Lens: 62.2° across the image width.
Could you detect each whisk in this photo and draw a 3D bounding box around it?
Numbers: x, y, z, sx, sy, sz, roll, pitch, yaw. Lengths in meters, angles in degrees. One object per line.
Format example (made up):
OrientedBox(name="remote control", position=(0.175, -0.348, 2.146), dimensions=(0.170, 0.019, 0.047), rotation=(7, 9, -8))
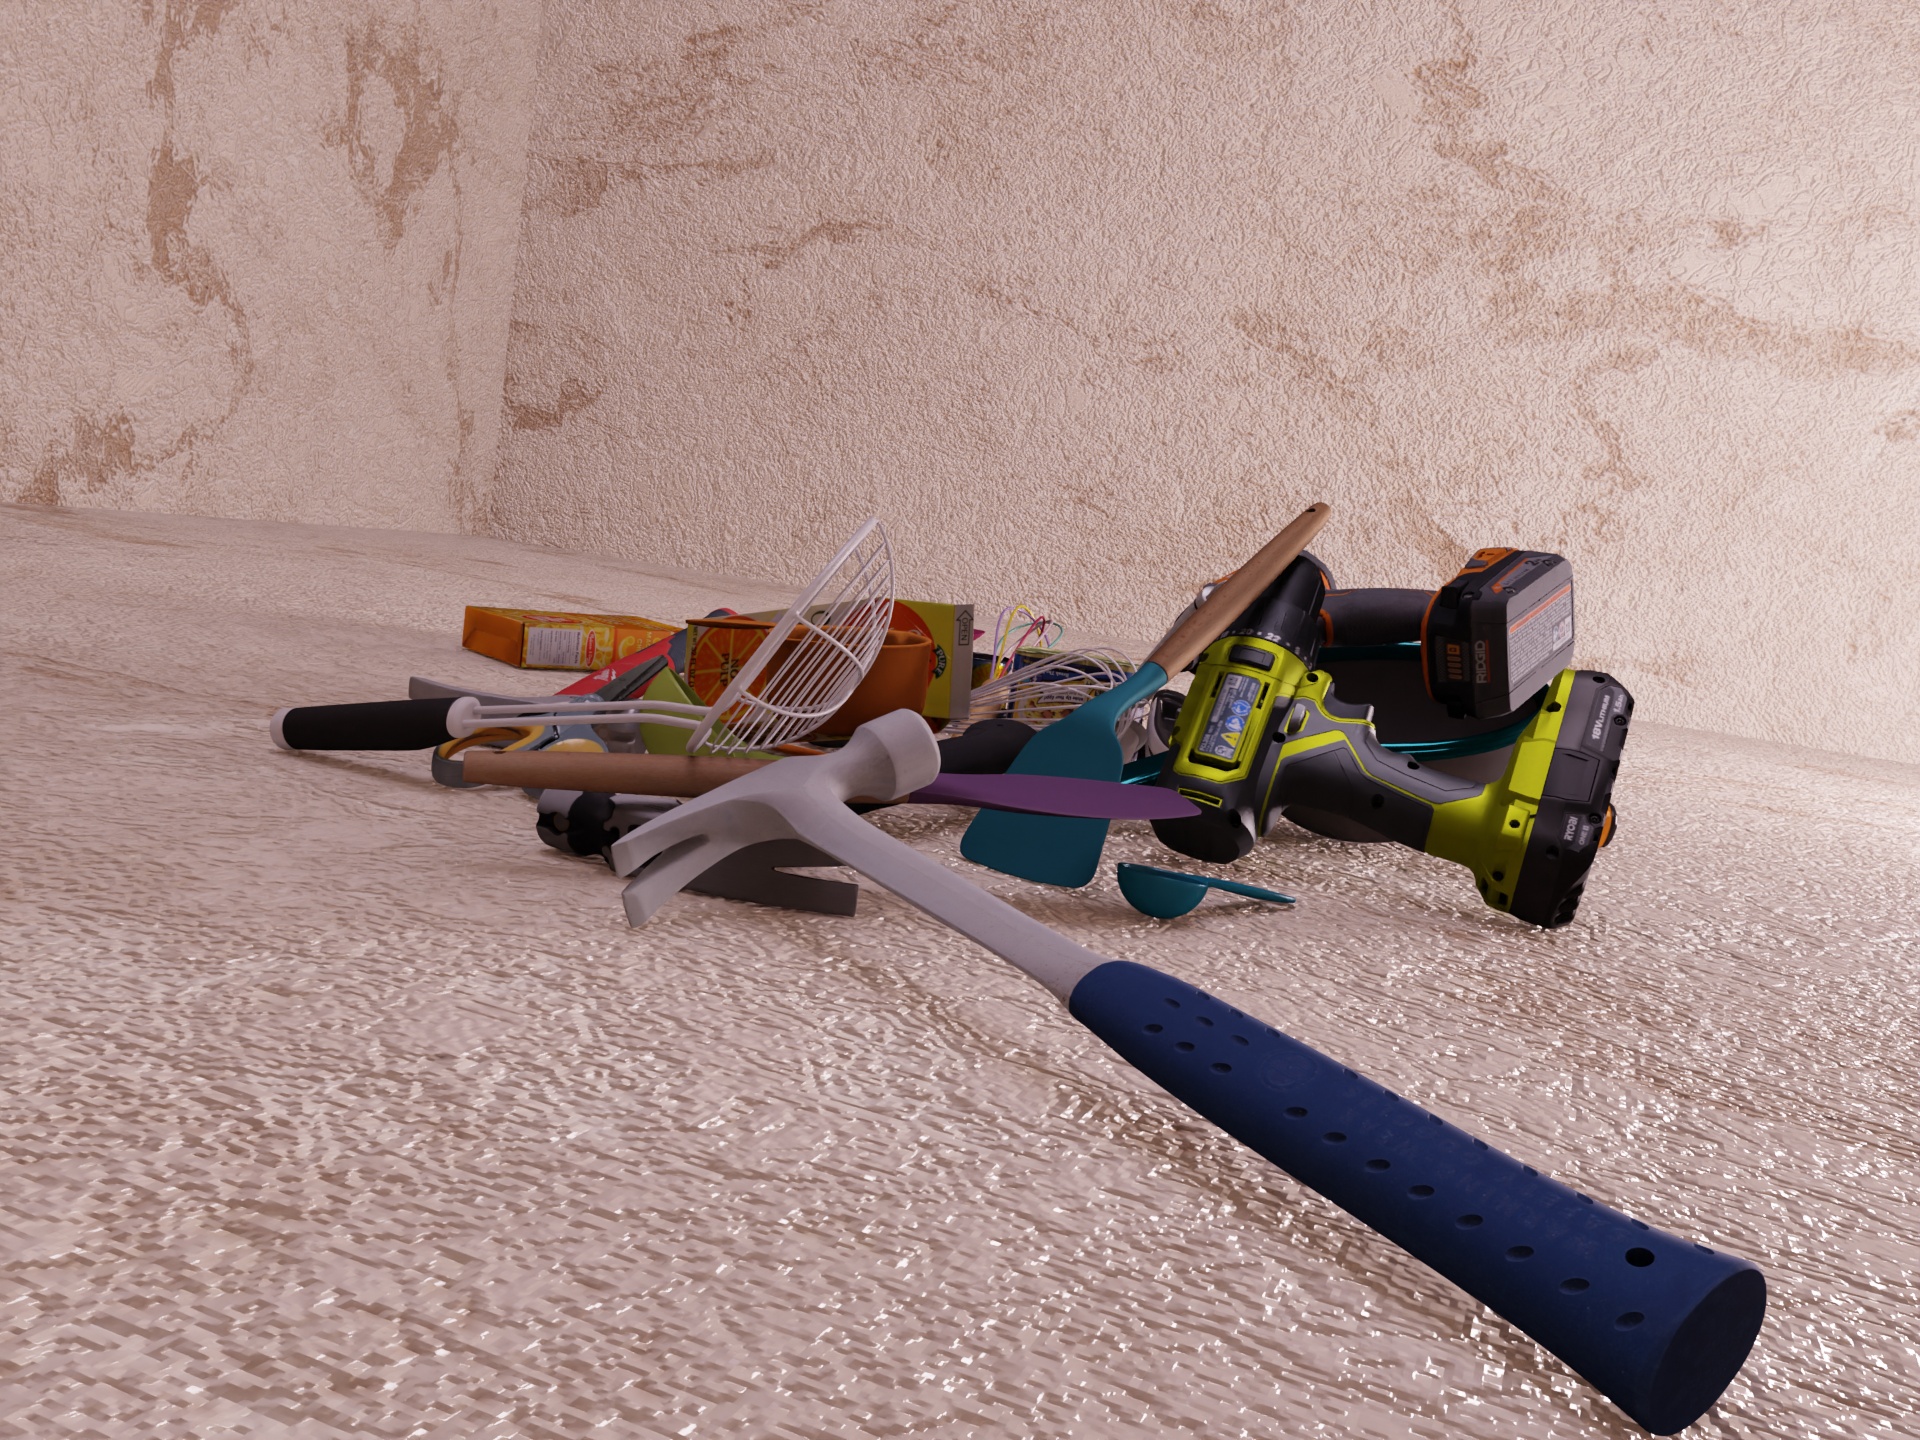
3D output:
OrientedBox(name="whisk", position=(0.034, -0.028, 1.216), dimensions=(0.051, 0.047, 0.245), rotation=(11, 28, 11))
OrientedBox(name="whisk", position=(-0.001, -0.003, 1.017), dimensions=(0.285, 0.070, 0.070), rotation=(-5, -3, 41))

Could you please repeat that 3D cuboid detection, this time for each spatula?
OrientedBox(name="spatula", position=(0.118, -0.029, 0.844), dimensions=(0.082, 0.044, 0.317), rotation=(11, 41, 41))
OrientedBox(name="spatula", position=(-0.047, 0.028, 0.678), dimensions=(0.315, 0.018, 0.060), rotation=(4, 13, -14))

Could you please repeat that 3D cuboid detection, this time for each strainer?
OrientedBox(name="strainer", position=(0.214, 0.037, 0.997), dimensions=(0.340, 0.095, 0.211), rotation=(-16, 22, -26))
OrientedBox(name="strainer", position=(0.106, -0.012, 1.001), dimensions=(0.086, 0.050, 0.258), rotation=(5, -33, -22))

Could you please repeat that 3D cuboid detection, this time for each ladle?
OrientedBox(name="ladle", position=(-0.034, 0.020, 0.934), dimensions=(0.320, 0.062, 0.078), rotation=(7, 23, -29))

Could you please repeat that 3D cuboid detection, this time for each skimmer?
OrientedBox(name="skimmer", position=(-0.194, -0.029, 0.740), dimensions=(0.363, 0.090, 0.127), rotation=(-3, 32, 24))

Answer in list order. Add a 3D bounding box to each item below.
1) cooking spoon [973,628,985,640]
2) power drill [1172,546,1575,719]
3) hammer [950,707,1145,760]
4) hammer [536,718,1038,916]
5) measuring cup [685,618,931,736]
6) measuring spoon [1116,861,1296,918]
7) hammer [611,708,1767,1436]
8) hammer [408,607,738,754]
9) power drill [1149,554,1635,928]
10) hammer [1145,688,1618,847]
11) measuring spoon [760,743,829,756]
OrientedBox(name="cooking spoon", position=(-0.033, -0.048, 1.236), dimensions=(0.069, 0.017, 0.319), rotation=(0, 11, 11))
OrientedBox(name="power drill", position=(0.248, -0.058, 1.002), dimensions=(0.227, 0.084, 0.164), rotation=(8, 25, 40))
OrientedBox(name="hammer", position=(-0.018, -0.008, 1.268), dimensions=(0.409, 0.036, 0.149), rotation=(11, 9, 21))
OrientedBox(name="hammer", position=(-0.041, 0.035, 0.793), dimensions=(0.146, 0.035, 0.334), rotation=(11, 12, 27))
OrientedBox(name="measuring cup", position=(-0.093, -0.026, 0.876), dimensions=(0.174, 0.052, 0.095), rotation=(9, 10, 39))
OrientedBox(name="measuring spoon", position=(0.119, 0.086, 0.749), dimensions=(0.128, 0.021, 0.042), rotation=(14, 0, -45))
OrientedBox(name="hammer", position=(0.031, 0.080, 0.478), dimensions=(0.144, 0.035, 0.406), rotation=(-22, 26, -29))
OrientedBox(name="hammer", position=(-0.233, -0.037, 1.101), dimensions=(0.143, 0.038, 0.386), rotation=(7, 12, 6))
OrientedBox(name="power drill", position=(0.234, 0.006, 0.865), dimensions=(0.228, 0.191, 0.080), rotation=(16, -28, 20))
OrientedBox(name="hammer", position=(0.298, 0.044, 1.134), dimensions=(0.337, 0.034, 0.127), rotation=(12, 23, 3))
OrientedBox(name="measuring spoon", position=(-0.117, 0.014, 1.059), dimensions=(0.117, 0.011, 0.021), rotation=(14, 9, 42))
